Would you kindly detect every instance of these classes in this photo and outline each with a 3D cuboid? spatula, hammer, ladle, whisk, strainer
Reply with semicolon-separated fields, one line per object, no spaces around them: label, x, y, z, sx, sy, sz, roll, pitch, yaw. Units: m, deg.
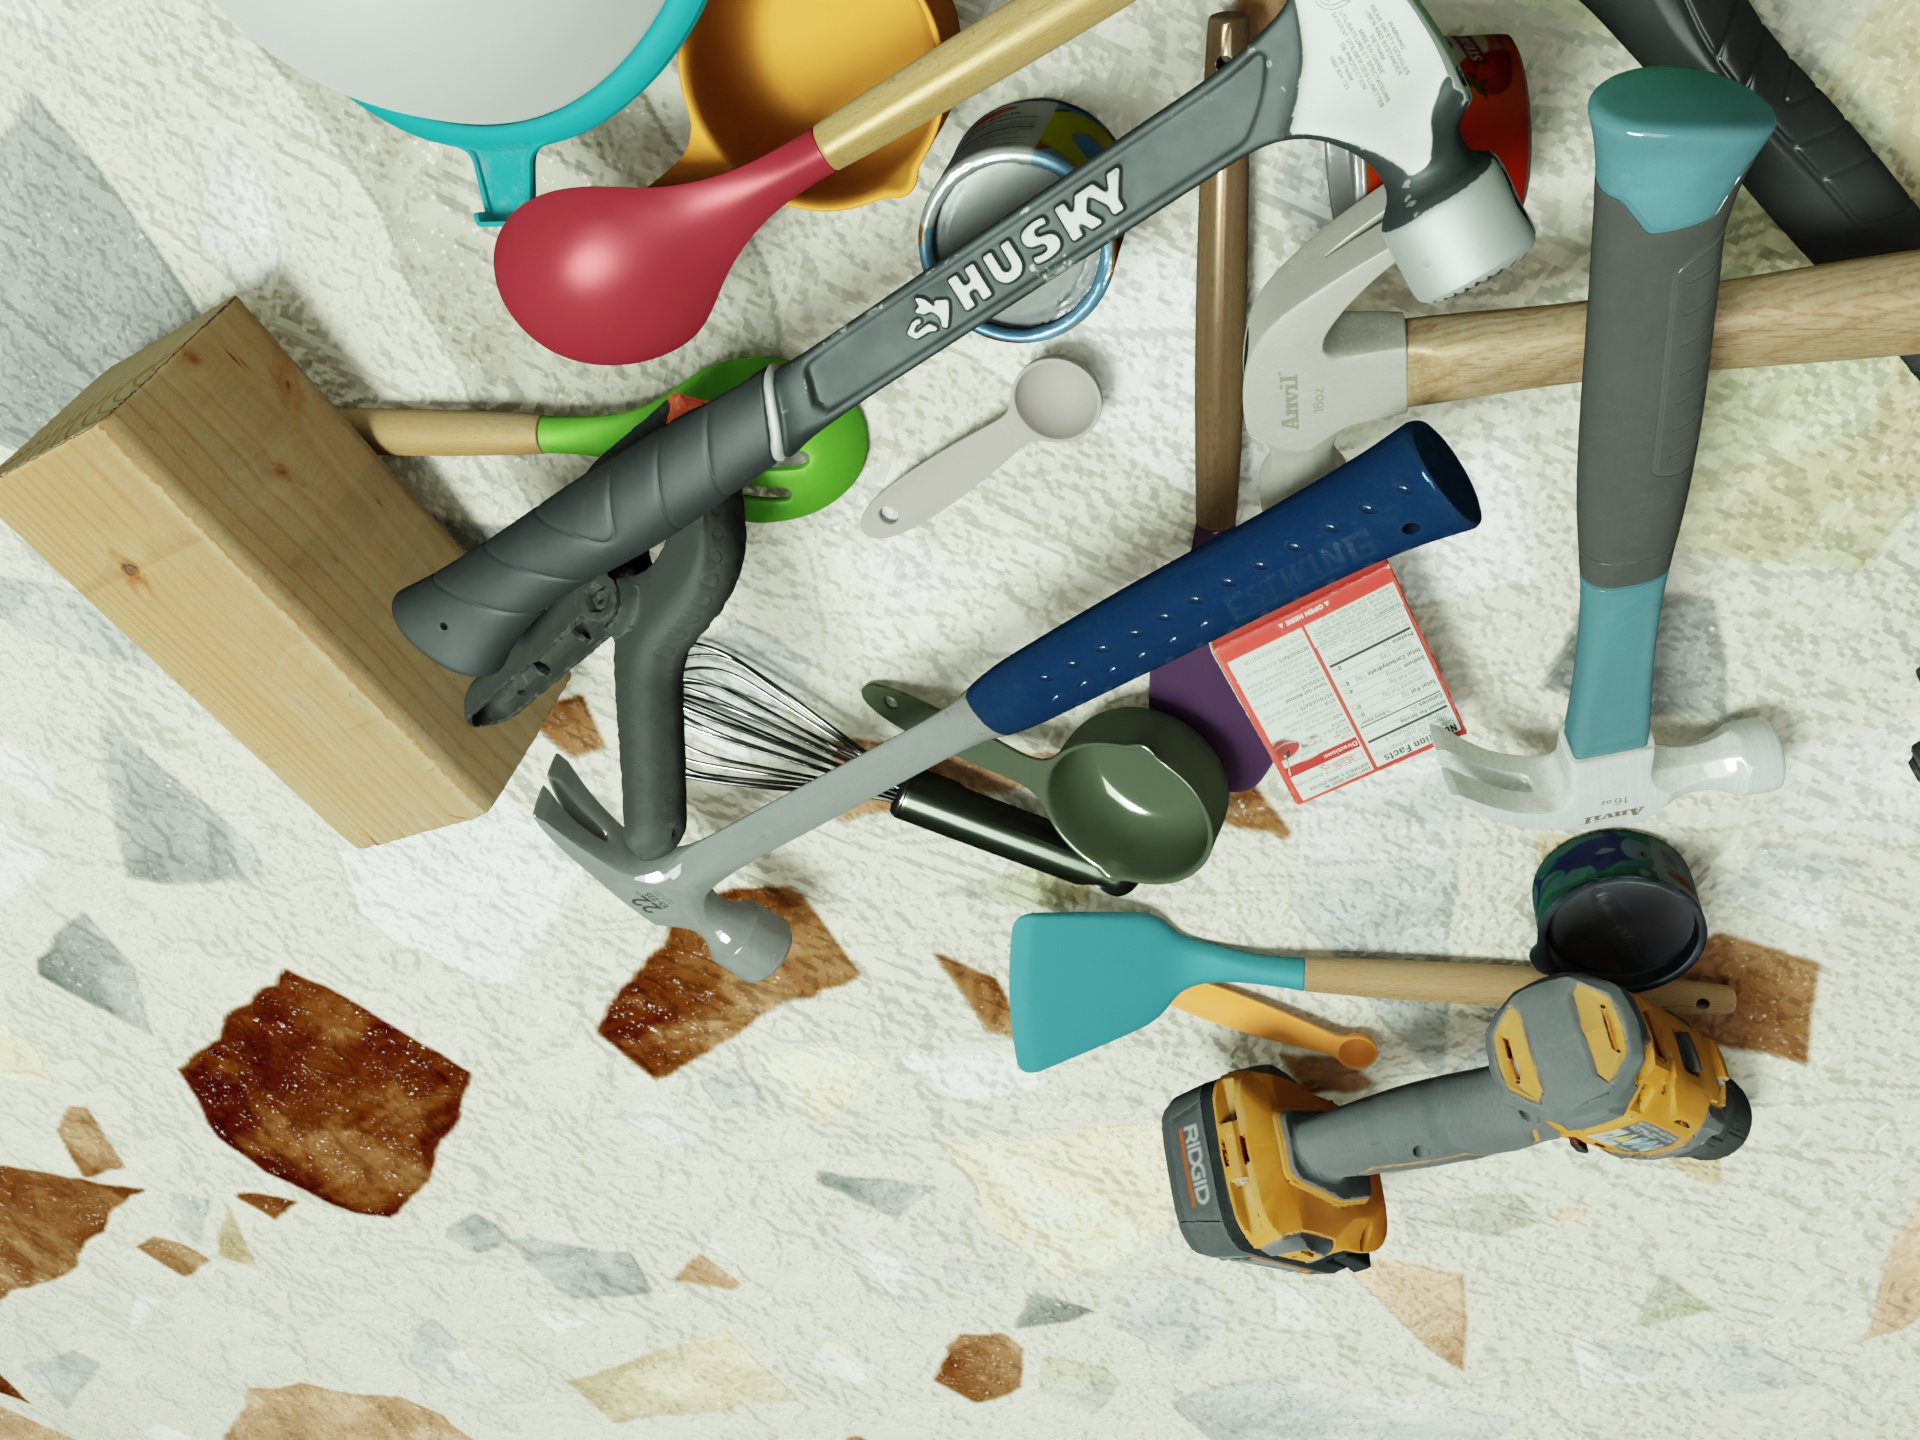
spatula;0.182;0.123;0.719;0.317;0.044;0.082;1;109;11
hammer;-0.046;-0.110;0.500;0.409;0.036;0.149;-25;106;31
spatula;0.098;-0.097;0.595;0.060;0.018;0.315;4;127;14
hammer;0.215;-0.059;0.509;0.128;0.033;0.330;-13;143;9
ladle;-0.019;-0.187;0.486;0.315;0.031;0.069;-23;134;22
hammer;0.304;-0.131;0.512;0.334;0.035;0.146;39;124;-15
hammer;0.251;-0.123;0.474;0.331;0.031;0.129;-4;146;14
whisk;-0.033;0.027;0.703;0.246;0.059;0.058;21;171;-7
hammer;-0.001;-0.002;0.604;0.405;0.035;0.144;-28;127;34
strainer;-0.135;-0.305;0.418;0.211;0.095;0.340;47;125;-1

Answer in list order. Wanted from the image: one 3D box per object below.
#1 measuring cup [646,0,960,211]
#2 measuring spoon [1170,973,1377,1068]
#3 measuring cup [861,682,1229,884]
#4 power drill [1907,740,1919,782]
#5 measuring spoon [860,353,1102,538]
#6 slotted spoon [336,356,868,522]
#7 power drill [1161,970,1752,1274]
measuring cup;-0.073;-0.199;0.542;0.173;0.052;0.095;-31;114;32
measuring spoon;0.144;0.141;0.764;0.117;0.011;0.021;19;120;4
measuring cup;0.037;0.011;0.684;0.168;0.038;0.083;24;136;17
power drill;0.435;0.015;0.528;0.226;0.084;0.164;32;127;-29
measuring spoon;0.006;-0.105;0.617;0.124;0.018;0.034;-29;115;37
slotted spoon;-0.192;-0.115;0.647;0.314;0.031;0.070;4;124;12
power drill;0.230;0.186;0.715;0.226;0.084;0.185;-29;143;32
